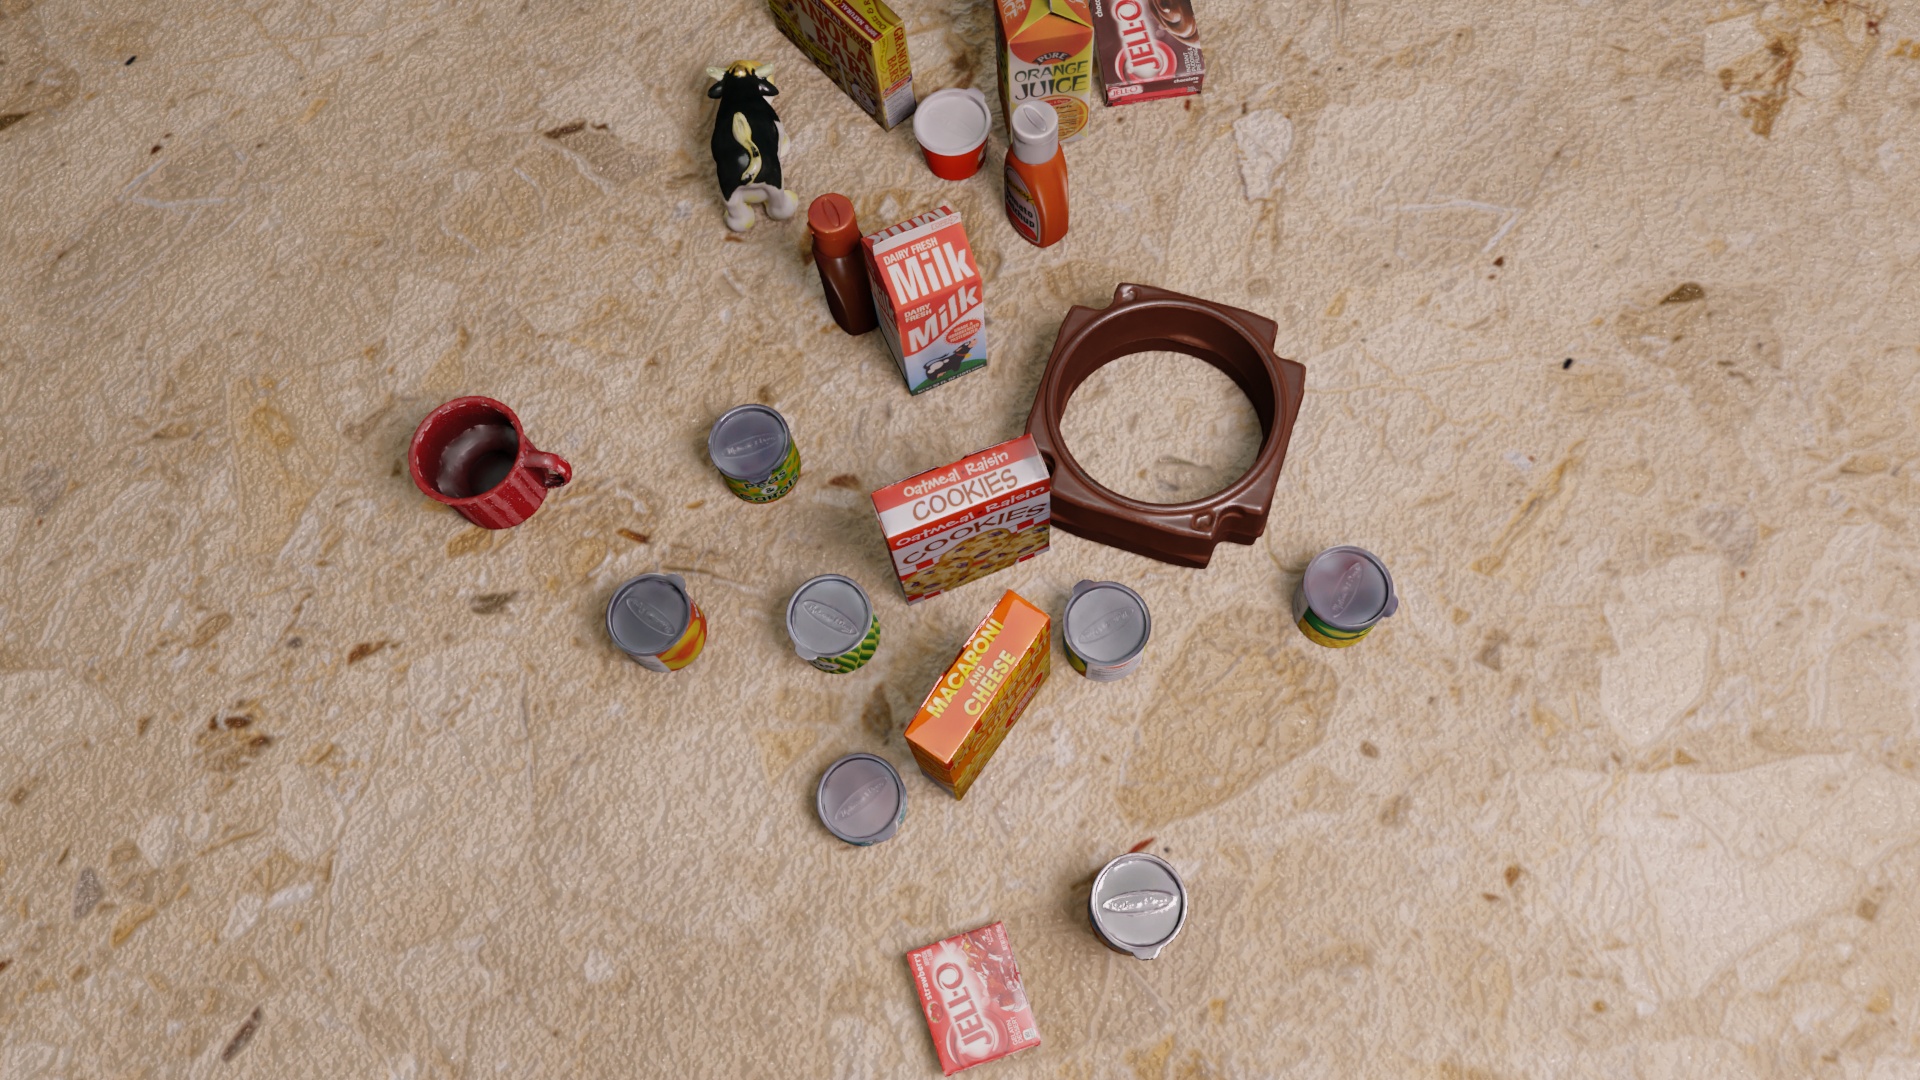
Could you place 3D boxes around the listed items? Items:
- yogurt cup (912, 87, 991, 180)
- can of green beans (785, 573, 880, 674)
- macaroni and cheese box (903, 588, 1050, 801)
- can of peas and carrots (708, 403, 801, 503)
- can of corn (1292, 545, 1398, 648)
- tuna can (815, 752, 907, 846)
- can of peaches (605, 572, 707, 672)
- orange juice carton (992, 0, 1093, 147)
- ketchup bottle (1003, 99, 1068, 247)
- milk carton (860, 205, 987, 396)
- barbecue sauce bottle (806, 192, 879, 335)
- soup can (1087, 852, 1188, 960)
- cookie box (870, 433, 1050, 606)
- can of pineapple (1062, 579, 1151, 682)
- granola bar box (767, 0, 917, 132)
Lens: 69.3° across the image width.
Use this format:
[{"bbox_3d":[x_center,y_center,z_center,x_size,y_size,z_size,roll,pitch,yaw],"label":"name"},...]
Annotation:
[{"bbox_3d":[-0.006,-0.354,1.222,0.072,0.053,0.072,-1,70,3],"label":"yogurt cup"},{"bbox_3d":[-0.098,0.066,1.075,0.071,0.057,0.071,-1,71,3],"label":"can of green beans"},{"bbox_3d":[0.015,0.115,0.994,0.040,0.166,0.124,33,76,14],"label":"macaroni and cheese box"},{"bbox_3d":[-0.165,-0.067,1.126,0.071,0.058,0.071,-1,71,3],"label":"can of peas and carrots"},{"bbox_3d":[0.293,0.045,1.060,0.071,0.058,0.071,-1,71,3],"label":"can of corn"},{"bbox_3d":[-0.072,0.197,1.040,0.071,0.032,0.071,-1,70,3],"label":"tuna can"},{"bbox_3d":[-0.234,0.063,1.084,0.071,0.058,0.071,-1,71,3],"label":"can of peaches"},{"bbox_3d":[0.069,-0.416,1.167,0.073,0.192,0.072,-10,71,0],"label":"orange juice carton"},{"bbox_3d":[0.063,-0.306,1.151,0.043,0.148,0.065,-36,72,-9],"label":"ketchup bottle"},{"bbox_3d":[-0.027,-0.195,1.094,0.072,0.190,0.073,-24,71,-5],"label":"milk carton"},{"bbox_3d":[-0.096,-0.227,1.132,0.044,0.148,0.065,-23,71,-5],"label":"barbecue sauce bottle"},{"bbox_3d":[0.123,0.261,0.979,0.071,0.083,0.071,-1,71,3],"label":"soup can"},{"bbox_3d":[0.004,-0.013,1.039,0.123,0.167,0.040,-21,71,-4],"label":"cookie box"},{"bbox_3d":[0.110,0.069,1.062,0.071,0.057,0.071,-1,71,3],"label":"can of pineapple"},{"bbox_3d":[-0.111,-0.456,1.228,0.039,0.124,0.166,-40,73,-10],"label":"granola bar box"}]
